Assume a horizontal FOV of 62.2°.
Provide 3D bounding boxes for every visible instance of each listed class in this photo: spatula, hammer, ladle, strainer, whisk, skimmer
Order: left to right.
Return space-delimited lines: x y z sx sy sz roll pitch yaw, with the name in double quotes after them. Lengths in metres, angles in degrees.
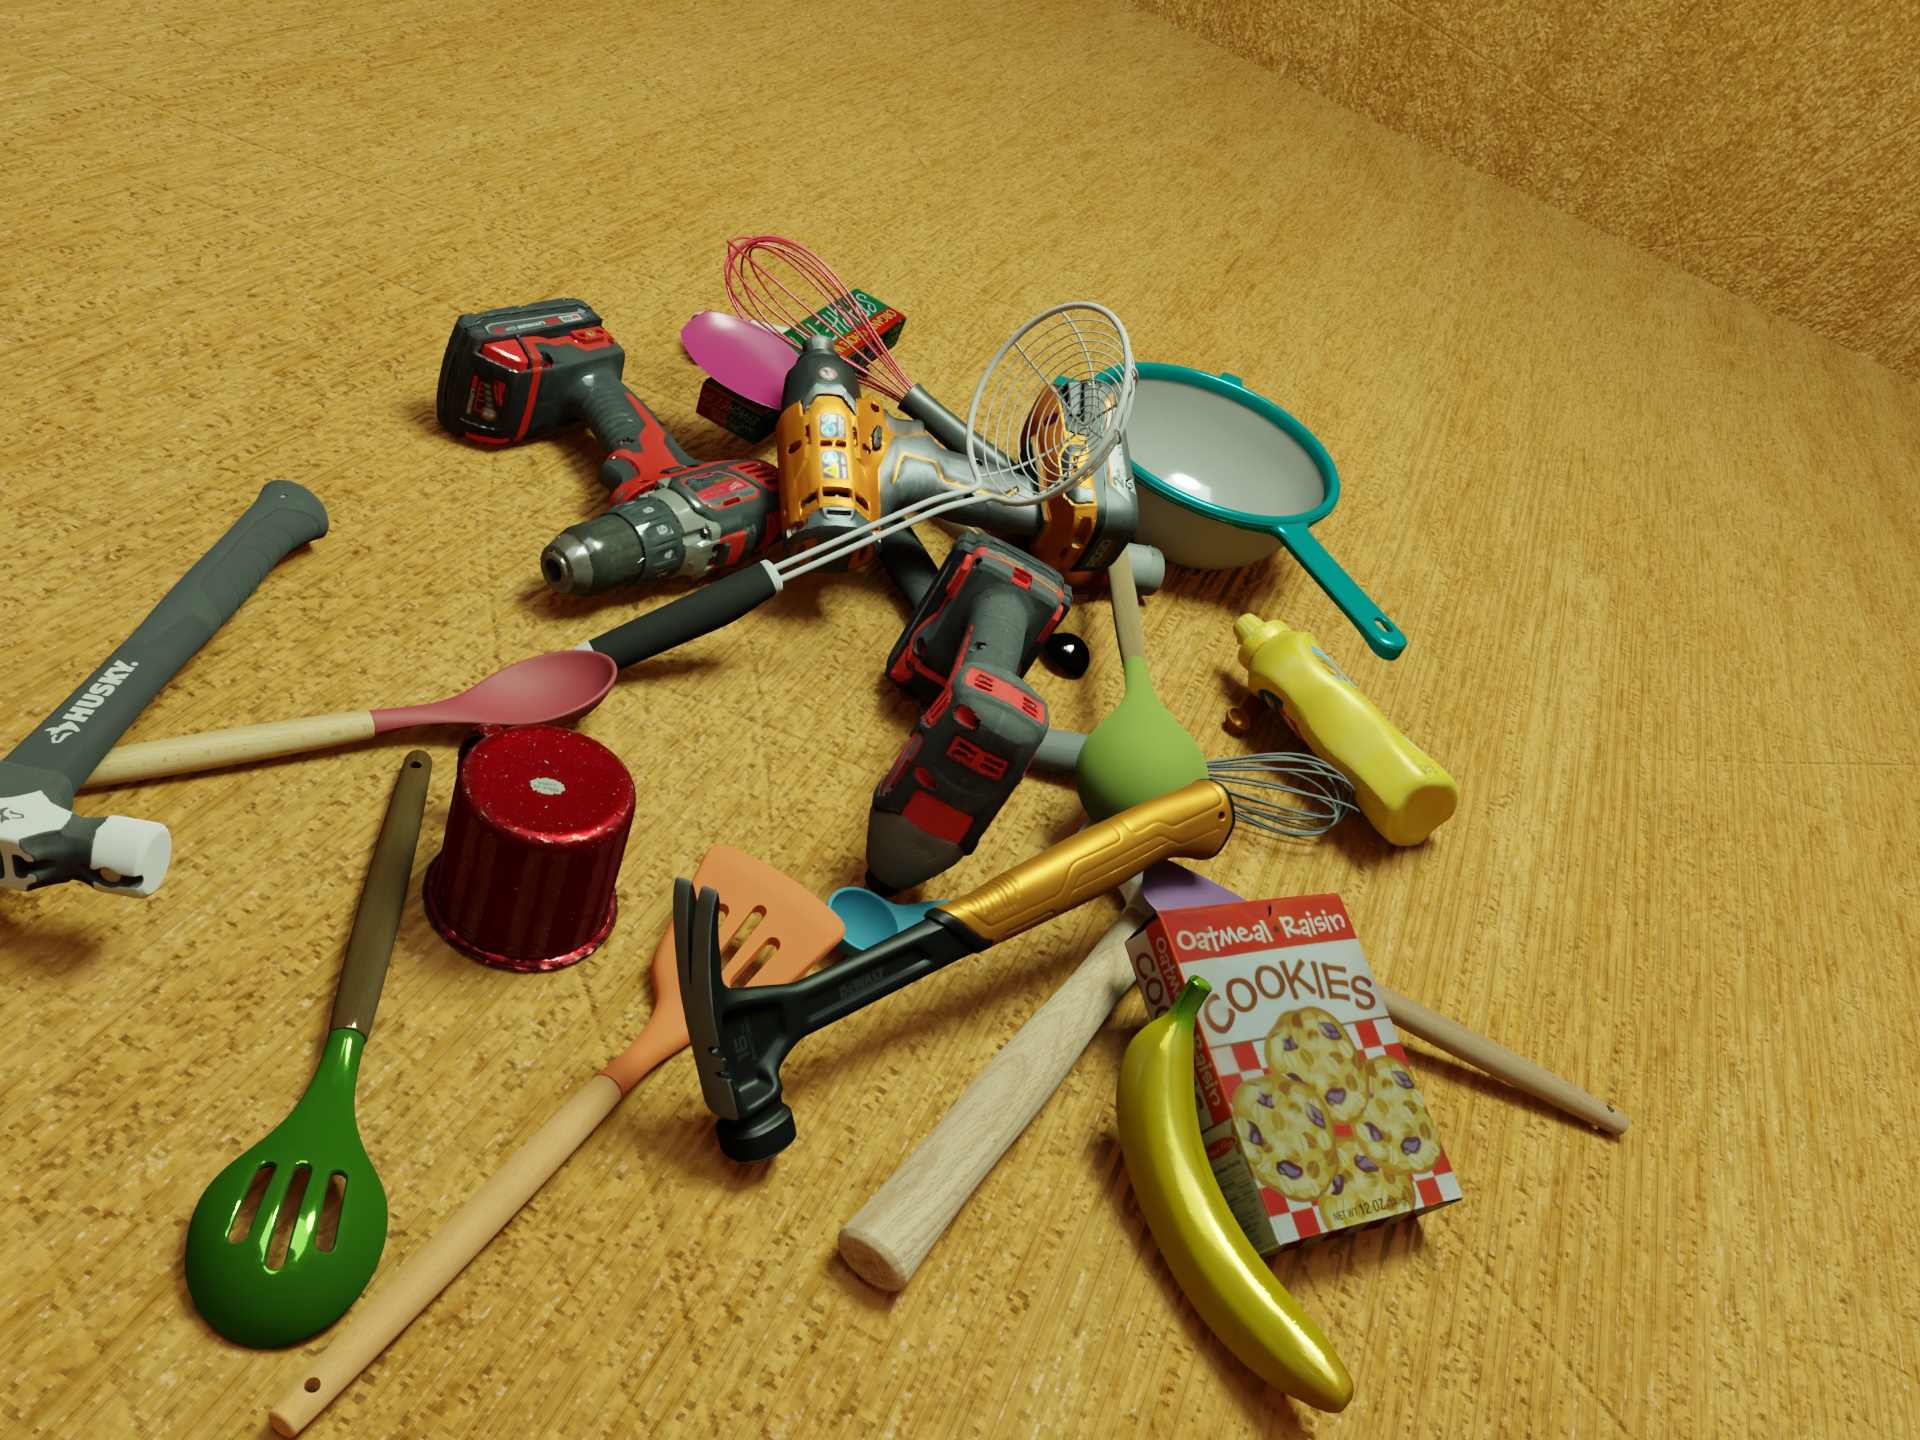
-0.396 -0.037 0.776 0.146 0.035 0.335 11 33 -4 "hammer"
-0.320 0.006 0.792 0.315 0.031 0.069 -12 30 -35 "ladle"
-0.162 0.165 0.671 0.081 0.041 0.323 32 38 10 "spatula"
-0.062 -0.130 0.919 0.363 0.090 0.127 -26 46 -12 "skimmer"
-0.068 -0.169 1.140 0.149 0.036 0.409 -1 44 -31 "hammer"
-0.052 -0.242 1.123 0.296 0.073 0.073 40 38 -1 "whisk"
0.015 0.086 0.776 0.337 0.127 0.034 -20 17 -37 "hammer"
0.046 0.163 0.794 0.130 0.031 0.331 34 38 14 "hammer"
0.106 -0.038 1.013 0.078 0.062 0.320 9 34 -6 "ladle"
0.137 0.034 0.992 0.239 0.055 0.055 10 38 -10 "whisk"
0.210 -0.140 1.207 0.211 0.095 0.341 -9 50 -33 "strainer"
0.238 0.159 0.885 0.316 0.018 0.060 27 33 -7 "spatula"

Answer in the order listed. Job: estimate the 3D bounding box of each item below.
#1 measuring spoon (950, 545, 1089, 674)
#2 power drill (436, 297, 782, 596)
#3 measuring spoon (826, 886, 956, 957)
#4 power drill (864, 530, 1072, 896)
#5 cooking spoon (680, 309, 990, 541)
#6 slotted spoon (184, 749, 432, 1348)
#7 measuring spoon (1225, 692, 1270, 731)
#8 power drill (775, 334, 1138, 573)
0.042 -0.079 1.076 0.124 0.018 0.034 43 28 2 "measuring spoon"
-0.237 -0.168 1.014 0.227 0.080 0.188 41 40 17 "power drill"
-0.020 0.110 0.842 0.128 0.021 0.042 3 45 -39 "measuring spoon"
-0.001 -0.003 0.893 0.078 0.143 0.220 27 30 -9 "power drill"
-0.057 -0.174 1.079 0.319 0.017 0.069 38 50 1 "cooking spoon"
-0.262 0.117 0.688 0.070 0.031 0.314 10 37 -14 "slotted spoon"
0.213 -0.015 1.125 0.021 0.011 0.117 47 37 8 "measuring spoon"
-0.008 -0.176 1.040 0.226 0.084 0.164 0 66 -16 "power drill"
